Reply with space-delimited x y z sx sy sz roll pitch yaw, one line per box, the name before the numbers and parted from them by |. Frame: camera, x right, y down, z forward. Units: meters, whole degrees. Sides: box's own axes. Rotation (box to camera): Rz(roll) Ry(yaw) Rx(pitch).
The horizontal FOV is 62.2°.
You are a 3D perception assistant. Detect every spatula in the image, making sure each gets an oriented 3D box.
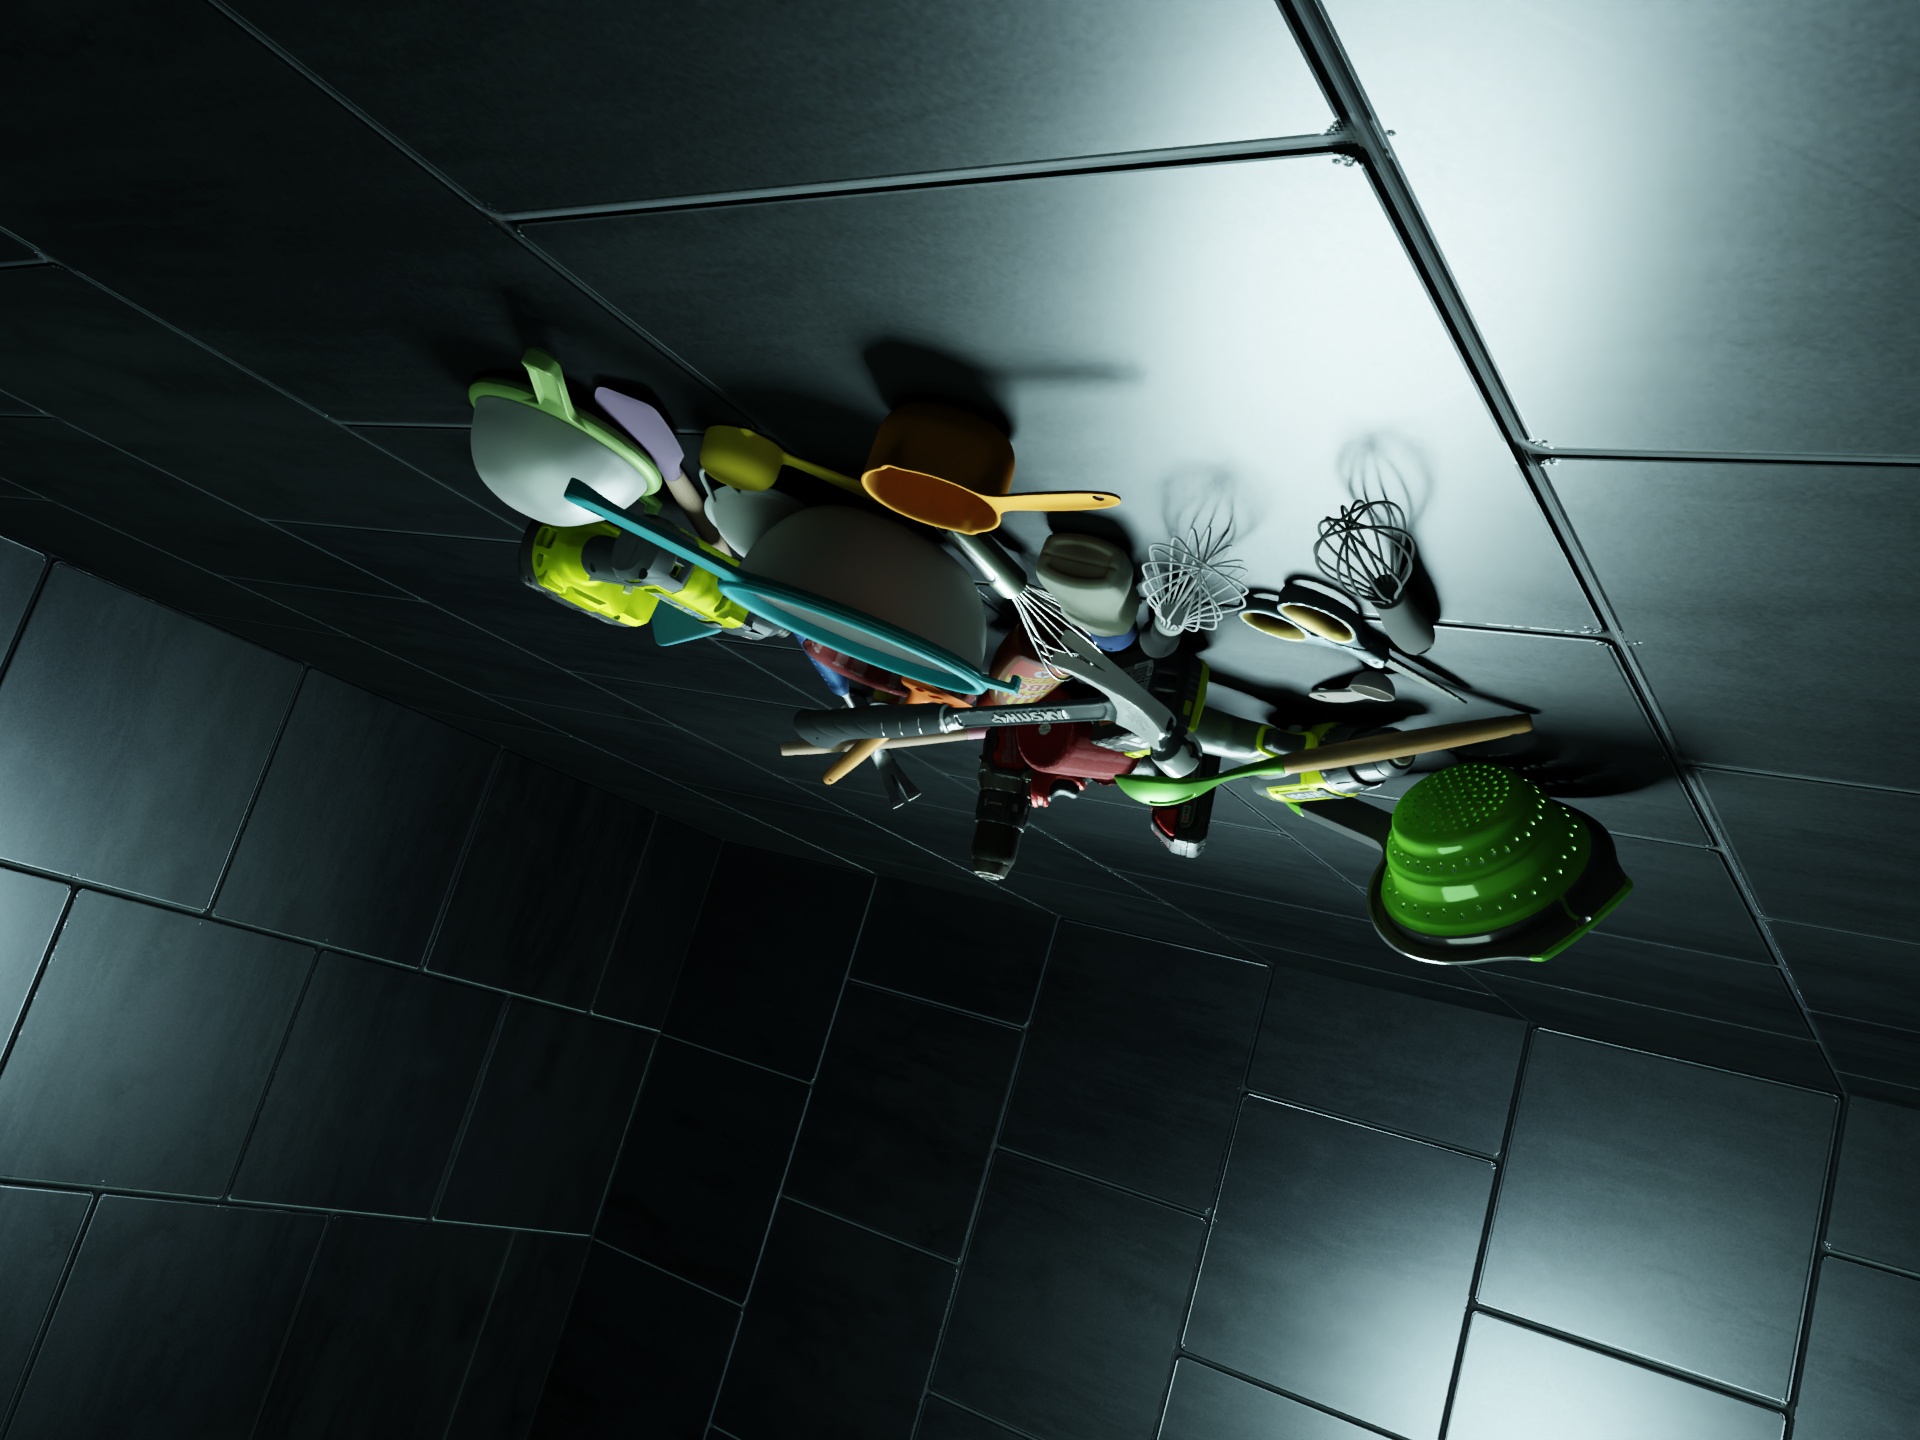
spatula | -0.161 -0.095 1.387 0.318 0.082 0.044 9 -164 44
spatula | -0.070 0.014 1.470 0.081 0.041 0.322 27 152 -15
spatula | -0.216 -0.180 1.212 0.060 0.018 0.315 22 168 10

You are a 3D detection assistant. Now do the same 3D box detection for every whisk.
whisk | 0.042 -0.096 1.171 0.058 0.059 0.246 23 170 38
whisk | 0.259 -0.080 0.957 0.055 0.055 0.238 11 172 27
whisk | 0.150 -0.076 1.097 0.070 0.070 0.284 16 173 3

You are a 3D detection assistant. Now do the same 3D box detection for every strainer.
strainer | -0.113 -0.128 1.263 0.087 0.050 0.258 -11 157 36
strainer | -0.113 -0.123 1.131 0.340 0.095 0.211 26 174 -32
strainer | -0.291 -0.188 1.107 0.151 0.069 0.256 25 170 -5

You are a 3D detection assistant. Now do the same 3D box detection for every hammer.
hammer | -0.116 -0.028 1.606 0.144 0.035 0.405 60 177 22
hammer | -0.002 -0.004 1.305 0.409 0.036 0.149 -3 142 46

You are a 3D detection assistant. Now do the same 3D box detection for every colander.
colander | 0.392 0.083 1.388 0.094 0.204 0.397 61 166 -23

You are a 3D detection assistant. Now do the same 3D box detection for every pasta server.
pasta server | -0.020 0.021 1.584 0.316 0.040 0.060 -5 -179 -2

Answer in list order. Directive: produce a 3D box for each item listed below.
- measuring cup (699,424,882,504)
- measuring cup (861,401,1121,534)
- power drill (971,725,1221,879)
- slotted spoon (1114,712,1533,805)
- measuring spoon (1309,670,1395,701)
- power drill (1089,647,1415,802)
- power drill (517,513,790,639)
measuring cup | -0.106 -0.163 1.105 0.156 0.029 0.062 20 168 -7
measuring cup | 0.023 -0.151 0.934 0.174 0.052 0.095 6 164 35
power drill | 0.124 0.073 1.507 0.227 0.188 0.080 11 168 10
slotted spoon | 0.272 0.029 1.213 0.314 0.031 0.070 -11 178 17
measuring spoon | 0.299 -0.026 1.223 0.034 0.018 0.124 20 175 -10
power drill | 0.241 0.010 1.312 0.228 0.080 0.190 18 168 -18
power drill | -0.258 -0.120 1.347 0.223 0.080 0.171 12 168 45
